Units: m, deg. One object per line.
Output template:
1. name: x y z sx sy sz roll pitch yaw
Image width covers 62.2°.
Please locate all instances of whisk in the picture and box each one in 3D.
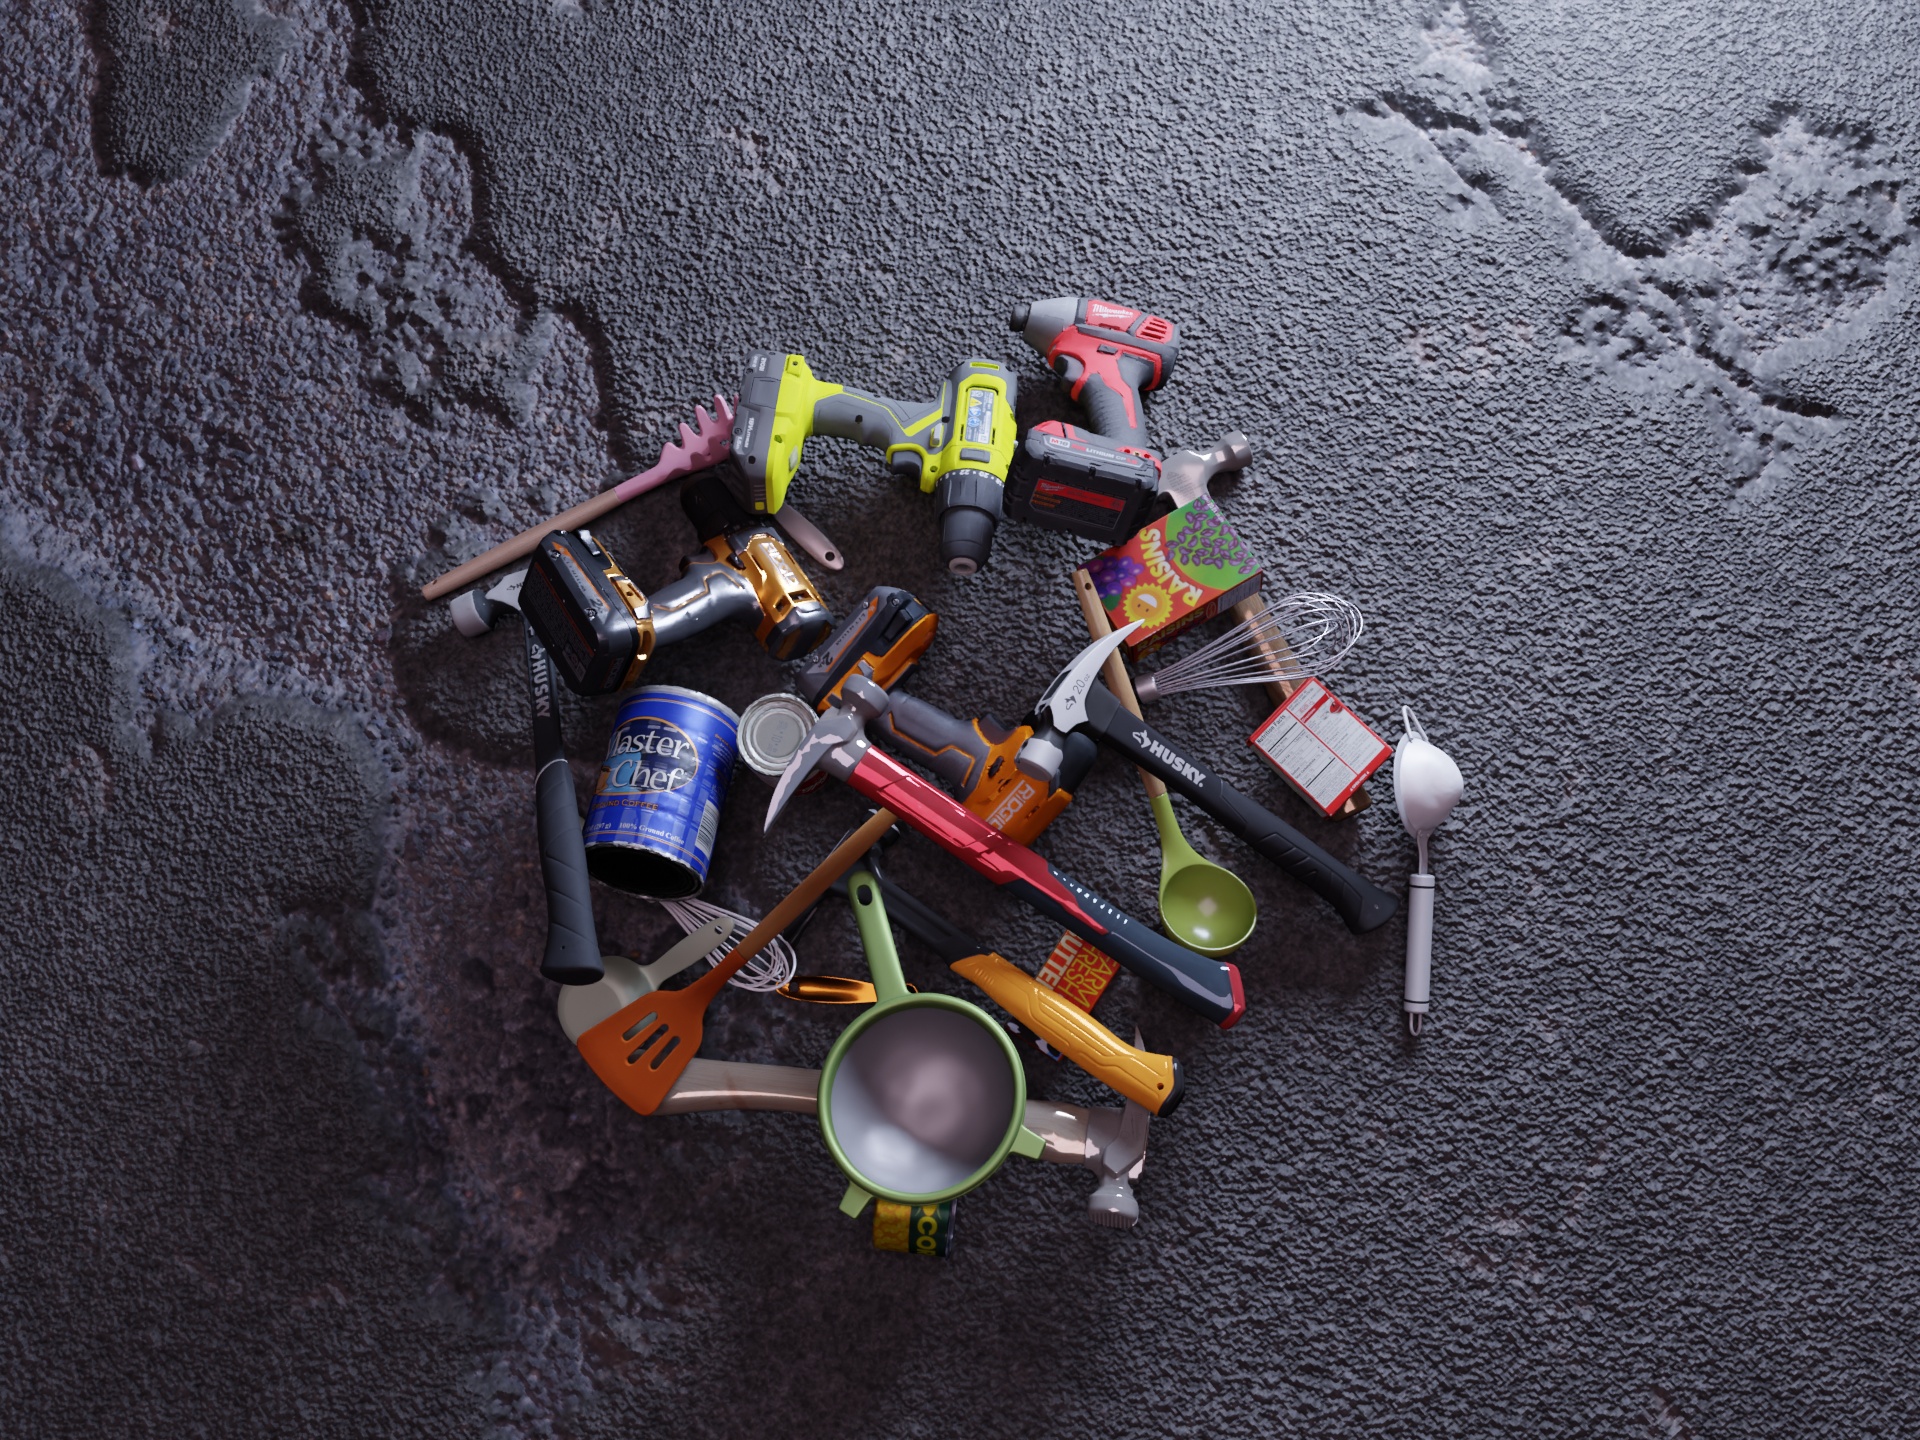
1. whisk: -0.237 0.141 1.286 0.246 0.057 0.059 33 48 11
2. whisk: 0.180 -0.035 1.264 0.284 0.070 0.070 -19 78 16

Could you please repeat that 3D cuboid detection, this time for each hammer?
1. hammer: -0.060 0.284 1.219 0.410 0.038 0.146 5 59 11
2. hammer: 0.039 0.128 1.195 0.386 0.038 0.143 34 75 0
3. hammer: 0.242 -0.070 1.303 0.130 0.031 0.331 -25 79 -2
4. hammer: 0.206 0.060 1.219 0.334 0.035 0.146 34 70 -14
5. hammer: 0.021 0.202 1.216 0.337 0.034 0.127 31 75 23
6. hammer: -0.309 0.026 1.216 0.149 0.036 0.409 -23 51 6

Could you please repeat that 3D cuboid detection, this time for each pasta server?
1. pasta server: -0.319 -0.185 1.352 0.316 0.040 0.060 -27 42 0

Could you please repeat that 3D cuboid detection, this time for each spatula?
1. spatula: -0.151 0.164 1.220 0.322 0.041 0.081 -44 88 0

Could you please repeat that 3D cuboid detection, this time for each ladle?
1. ladle: 0.150 0.033 1.236 0.078 0.062 0.320 -22 96 -20

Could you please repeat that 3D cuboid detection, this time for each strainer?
1. strainer: -0.039 0.235 1.178 0.151 0.069 0.257 -19 61 1
2. strainer: 0.365 0.118 1.247 0.050 0.086 0.258 2 89 41

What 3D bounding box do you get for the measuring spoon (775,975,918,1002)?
1. measuring spoon: -0.091 0.218 1.279 0.117 0.011 0.021 3 80 7

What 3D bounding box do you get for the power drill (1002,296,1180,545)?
1. power drill: 0.100 -0.256 1.286 0.143 0.078 0.220 14 54 -5

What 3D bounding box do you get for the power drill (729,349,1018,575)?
1. power drill: -0.069 -0.215 1.301 0.228 0.080 0.191 7 64 -1

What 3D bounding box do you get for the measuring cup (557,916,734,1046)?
1. measuring cup: -0.247 0.203 1.248 0.167 0.038 0.083 -35 83 17

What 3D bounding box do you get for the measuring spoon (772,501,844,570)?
1. measuring spoon: -0.144 -0.172 1.349 0.124 0.018 0.034 43 84 9

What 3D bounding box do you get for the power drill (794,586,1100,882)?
1. power drill: -0.002 -0.004 1.268 0.226 0.084 0.164 44 98 7

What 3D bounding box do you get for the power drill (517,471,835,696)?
1. power drill: -0.233 -0.117 1.265 0.226 0.084 0.185 -16 62 -42
